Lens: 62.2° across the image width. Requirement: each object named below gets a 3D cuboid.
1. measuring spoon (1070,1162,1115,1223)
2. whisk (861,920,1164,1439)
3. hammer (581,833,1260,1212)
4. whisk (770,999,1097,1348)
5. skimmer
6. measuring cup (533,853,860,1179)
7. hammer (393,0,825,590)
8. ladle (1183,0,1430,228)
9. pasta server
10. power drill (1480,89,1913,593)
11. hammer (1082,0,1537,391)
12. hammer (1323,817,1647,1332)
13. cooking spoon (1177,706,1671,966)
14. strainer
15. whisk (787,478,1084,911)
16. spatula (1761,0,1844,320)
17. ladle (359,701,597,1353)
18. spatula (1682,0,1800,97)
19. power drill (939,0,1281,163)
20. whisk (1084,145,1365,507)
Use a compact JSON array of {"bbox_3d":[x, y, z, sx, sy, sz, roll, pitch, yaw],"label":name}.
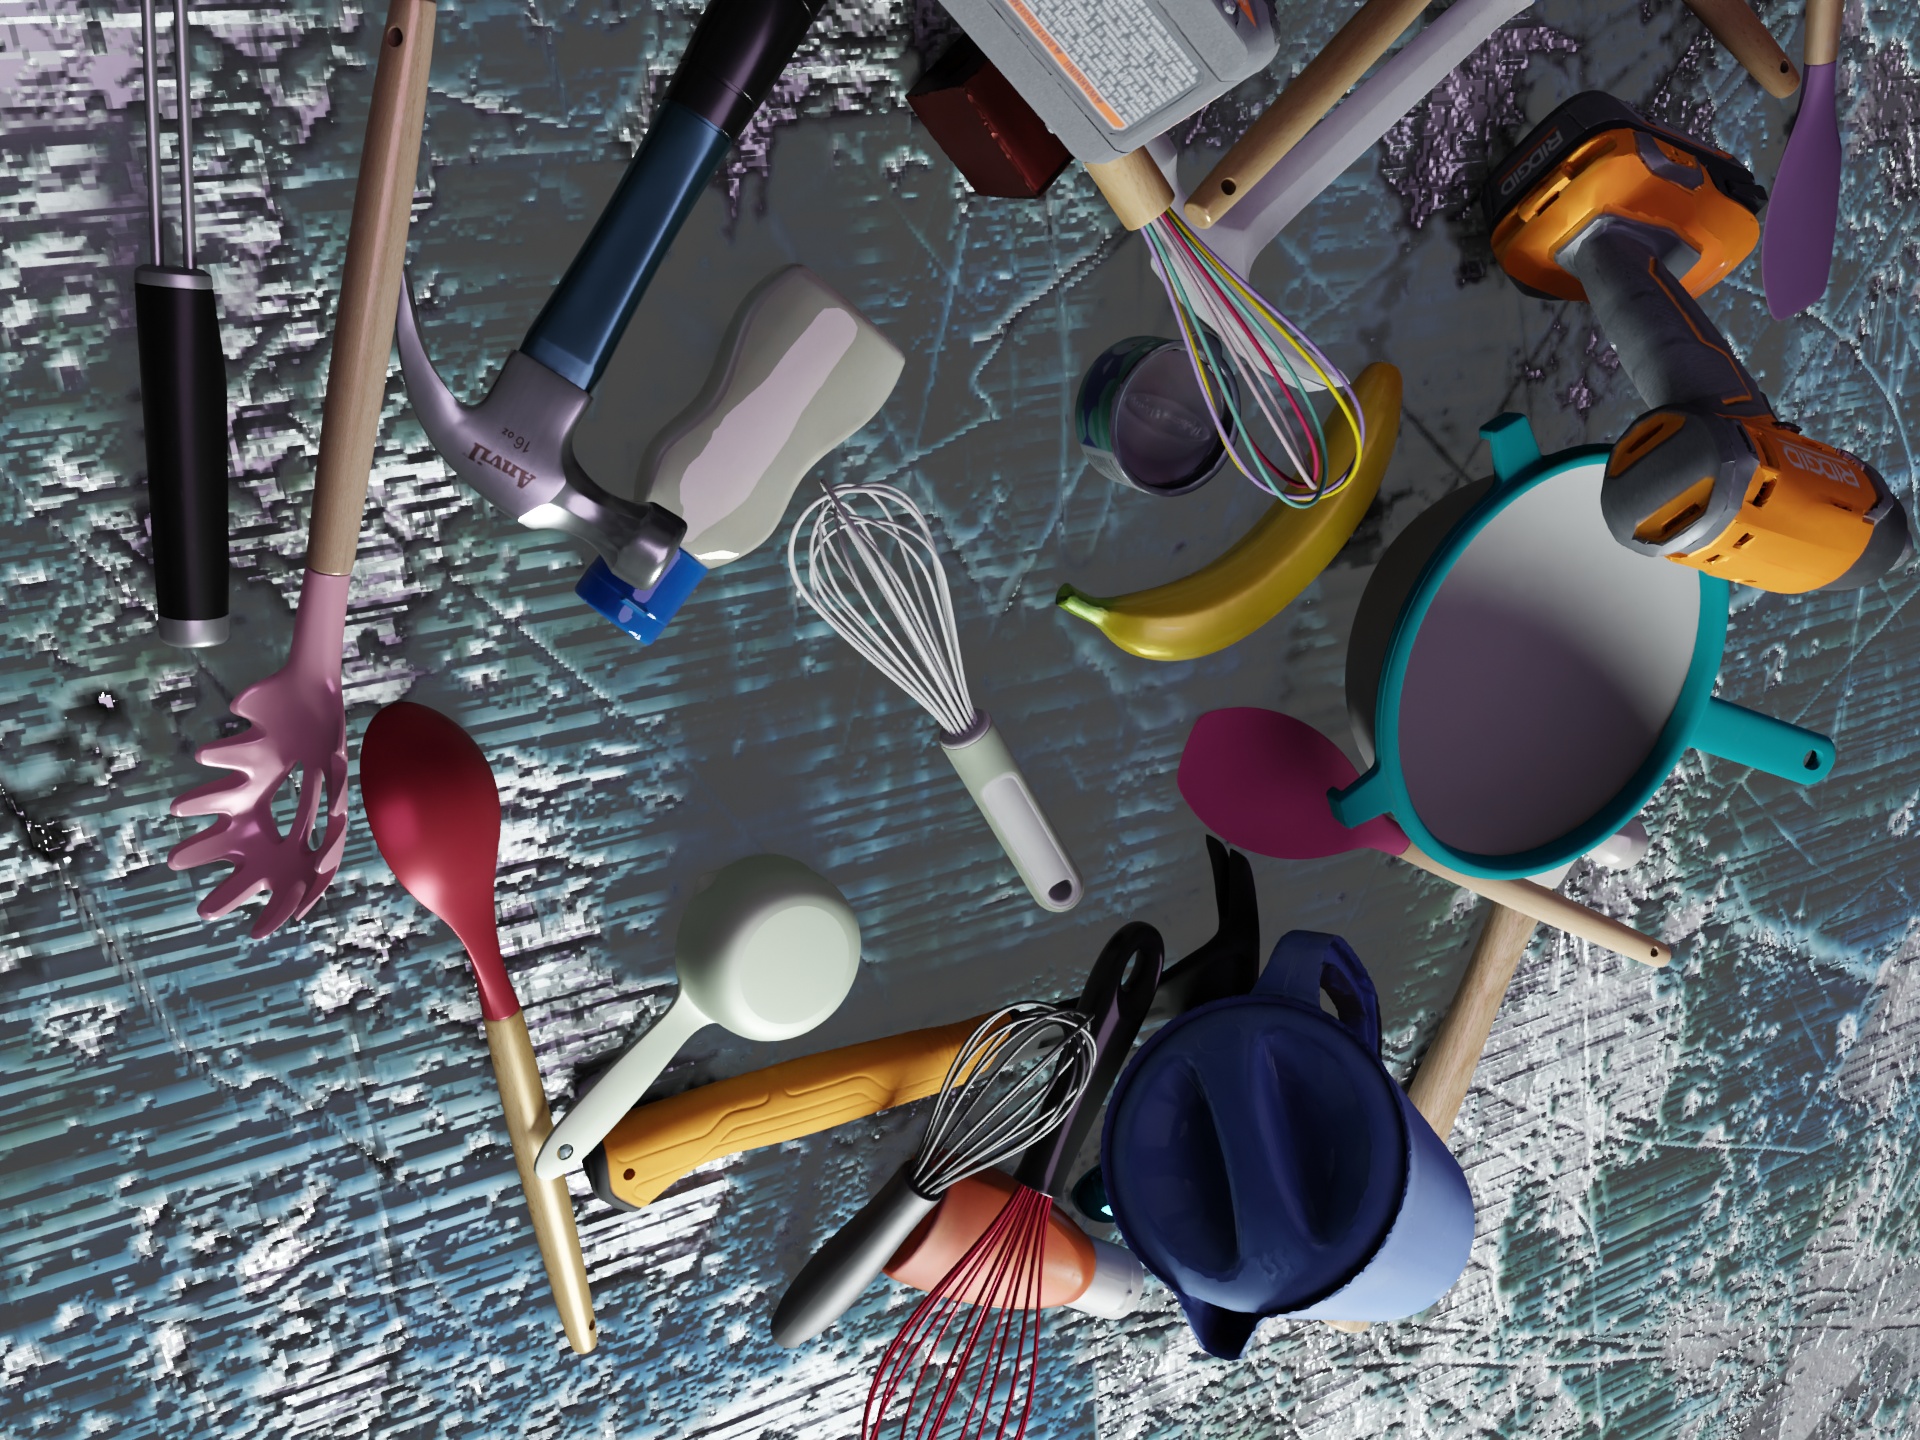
[{"bbox_3d":[0.101,0.209,0.789,0.042,0.021,0.128,14,121,-38],"label":"measuring spoon"},{"bbox_3d":[0.027,0.228,0.714,0.073,0.073,0.296,27,83,-32],"label":"whisk"},{"bbox_3d":[-0.007,0.148,0.731,0.336,0.034,0.127,-12,113,-24],"label":"hammer"},{"bbox_3d":[-0.018,0.206,0.702,0.055,0.055,0.239,23,117,-31],"label":"whisk"},{"bbox_3d":[-0.248,-0.189,0.460,0.127,0.090,0.363,8,109,5],"label":"skimmer"},{"bbox_3d":[-0.107,0.128,0.654,0.167,0.038,0.083,-47,122,-19],"label":"measuring cup"},{"bbox_3d":[-0.084,-0.219,0.554,0.128,0.033,0.331,30,88,-14],"label":"hammer"},{"bbox_3d":[0.194,-0.298,0.589,0.078,0.062,0.320,45,80,-14],"label":"ladle"},{"bbox_3d":[-0.209,-0.074,0.525,0.060,0.040,0.316,20,109,9],"label":"pasta server"},{"bbox_3d":[0.330,-0.156,0.699,0.164,0.227,0.084,9,147,-29],"label":"power drill"},{"bbox_3d":[0.237,-0.310,0.692,0.405,0.035,0.144,-43,108,-10],"label":"hammer"},{"bbox_3d":[0.273,0.193,0.893,0.130,0.031,0.331,16,99,-31],"label":"hammer"},{"bbox_3d":[0.245,0.071,0.813,0.318,0.017,0.069,23,84,-19],"label":"cooking spoon"},{"bbox_3d":[0.313,-0.023,0.805,0.340,0.095,0.211,14,102,-32],"label":"strainer"},{"bbox_3d":[-0.001,-0.002,0.677,0.058,0.059,0.246,-31,124,-1],"label":"whisk"},{"bbox_3d":[0.420,-0.347,0.775,0.060,0.018,0.315,-27,125,-20],"label":"spatula"},{"bbox_3d":[-0.179,0.137,0.634,0.031,0.069,0.315,2,117,14],"label":"ladle"},{"bbox_3d":[0.249,-0.364,0.660,0.317,0.044,0.082,32,87,-25],"label":"spatula"},{"bbox_3d":[0.075,-0.292,0.549,0.185,0.084,0.226,39,50,-30],"label":"power drill"},{"bbox_3d":[0.080,-0.173,0.604,0.051,0.047,0.244,-51,119,-19],"label":"whisk"}]
